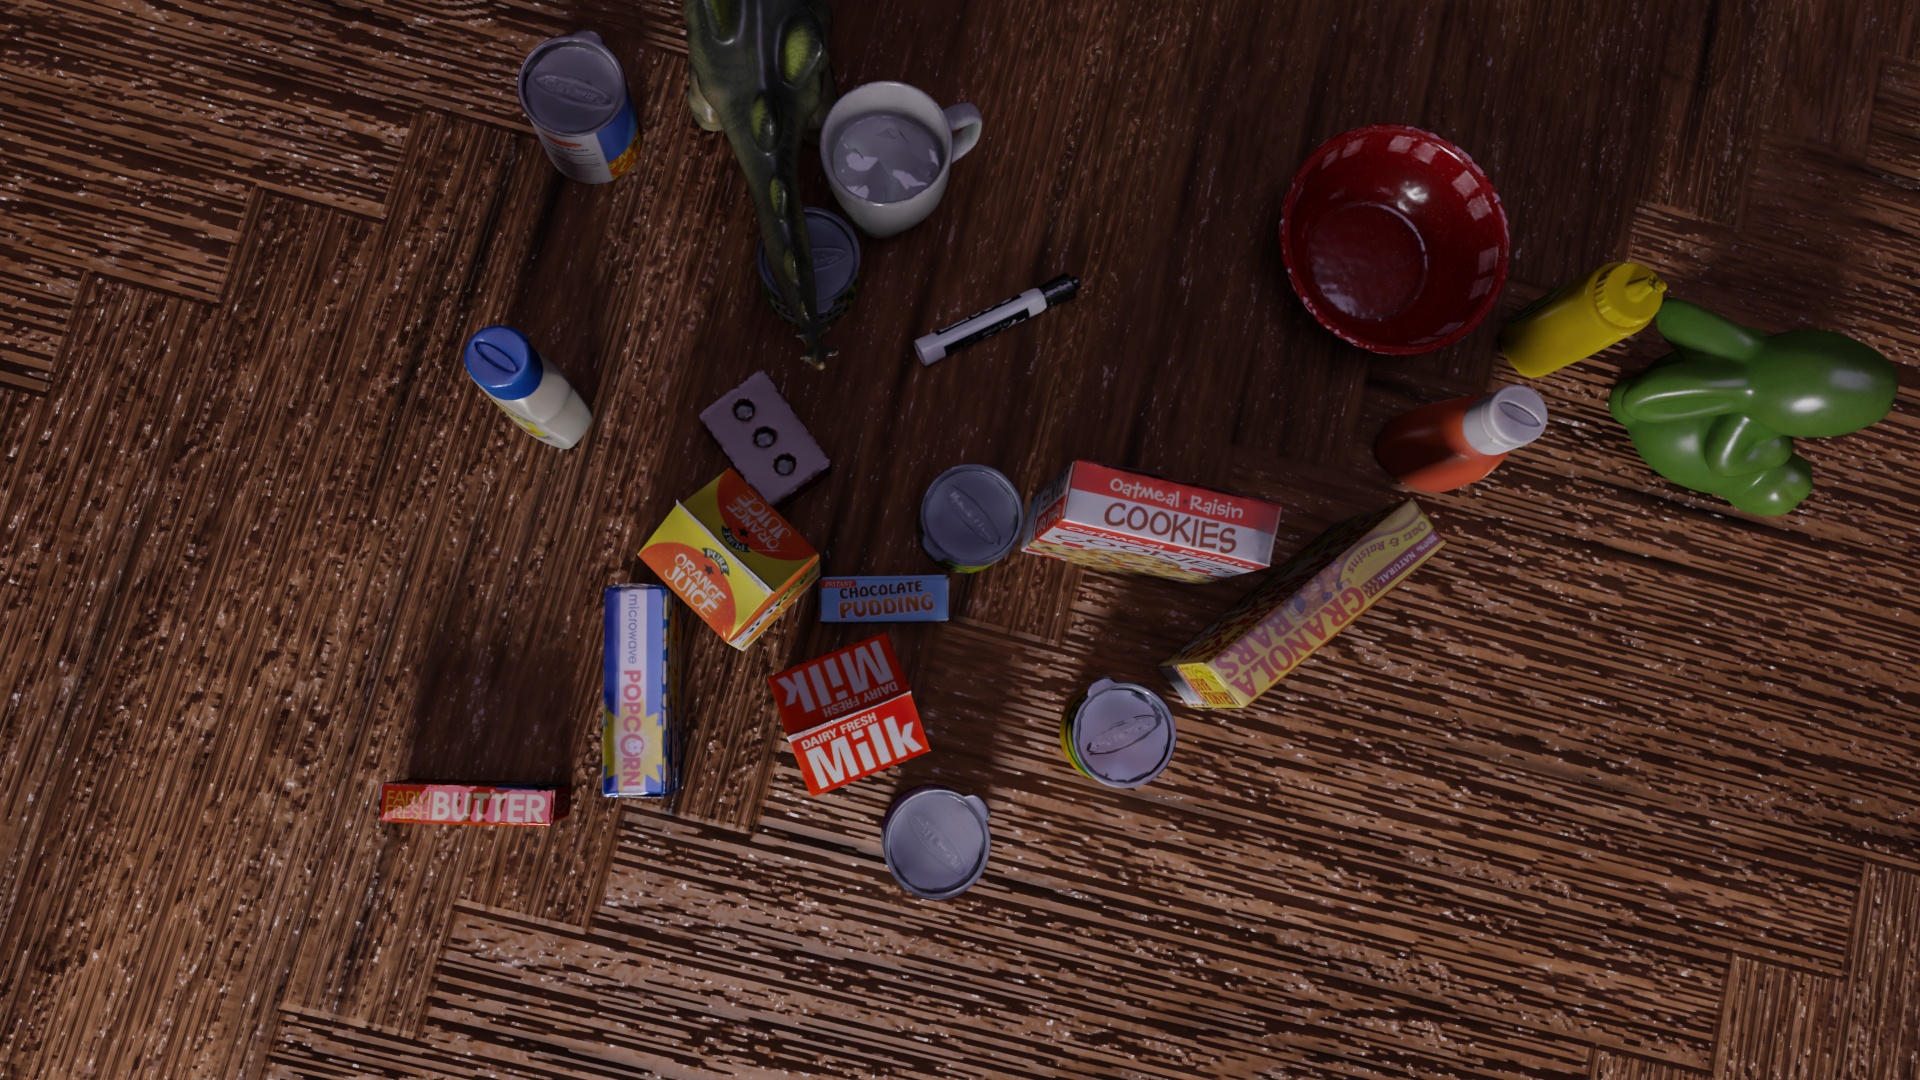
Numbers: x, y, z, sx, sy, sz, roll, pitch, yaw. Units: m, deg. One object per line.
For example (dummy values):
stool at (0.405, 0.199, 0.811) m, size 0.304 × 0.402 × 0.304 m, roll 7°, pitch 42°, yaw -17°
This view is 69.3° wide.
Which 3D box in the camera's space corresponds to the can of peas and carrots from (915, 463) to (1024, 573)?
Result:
can of peas and carrots at (0.003, -0.011, 0.902) m, size 0.071 × 0.058 × 0.071 m, roll 1°, pitch 83°, yaw -5°

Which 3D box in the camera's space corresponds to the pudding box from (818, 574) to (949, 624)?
pudding box at (-0.049, 0.039, 0.895) m, size 0.084 × 0.049 × 0.030 m, roll 0°, pitch 84°, yaw -6°

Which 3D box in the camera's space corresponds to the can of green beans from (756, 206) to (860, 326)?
can of green beans at (-0.100, -0.178, 0.913) m, size 0.071 × 0.057 × 0.071 m, roll 1°, pitch 83°, yaw -5°

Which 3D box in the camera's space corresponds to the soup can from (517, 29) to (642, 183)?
soup can at (-0.243, -0.279, 0.898) m, size 0.071 × 0.083 × 0.071 m, roll 1°, pitch 83°, yaw -5°

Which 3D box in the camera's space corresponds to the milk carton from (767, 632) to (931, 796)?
milk carton at (-0.066, 0.101, 0.815) m, size 0.072 × 0.190 × 0.073 m, roll -21°, pitch 86°, yaw -7°

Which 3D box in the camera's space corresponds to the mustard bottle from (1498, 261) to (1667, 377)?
mustard bottle at (0.414, -0.150, 0.908) m, size 0.065 × 0.160 × 0.049 m, roll -35°, pitch 88°, yaw -8°

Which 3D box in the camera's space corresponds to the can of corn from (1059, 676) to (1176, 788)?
can of corn at (0.099, 0.122, 0.895) m, size 0.071 × 0.058 × 0.071 m, roll 1°, pitch 83°, yaw -5°

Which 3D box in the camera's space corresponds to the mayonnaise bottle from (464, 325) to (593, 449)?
mayonnaise bottle at (-0.264, -0.094, 0.841) m, size 0.065 × 0.148 × 0.041 m, roll 34°, pitch 82°, yaw -1°

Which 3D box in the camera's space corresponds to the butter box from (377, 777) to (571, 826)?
butter box at (-0.297, 0.161, 0.854) m, size 0.103 × 0.053 × 0.024 m, roll 3°, pitch 83°, yaw -5°

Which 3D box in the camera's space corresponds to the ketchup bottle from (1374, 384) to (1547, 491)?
ketchup bottle at (0.324, -0.066, 0.895) m, size 0.065 × 0.148 × 0.043 m, roll 28°, pitch 82°, yaw -2°

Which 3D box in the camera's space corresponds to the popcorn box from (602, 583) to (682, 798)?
popcorn box at (-0.195, 0.092, 0.856) m, size 0.038 × 0.085 × 0.127 m, roll 0°, pitch 83°, yaw -6°

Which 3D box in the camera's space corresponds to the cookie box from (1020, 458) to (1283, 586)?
cookie box at (0.111, -0.008, 0.857) m, size 0.123 × 0.167 × 0.040 m, roll 12°, pitch 83°, yaw -4°

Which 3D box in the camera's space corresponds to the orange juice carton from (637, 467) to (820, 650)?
orange juice carton at (-0.133, 0.013, 0.818) m, size 0.072 × 0.192 × 0.073 m, roll 45°, pitch 82°, yaw 1°

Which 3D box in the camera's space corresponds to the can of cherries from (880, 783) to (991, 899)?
can of cherries at (-0.014, 0.187, 0.876) m, size 0.071 × 0.058 × 0.071 m, roll 1°, pitch 83°, yaw -5°

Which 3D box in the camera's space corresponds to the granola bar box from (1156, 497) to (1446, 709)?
granola bar box at (0.213, 0.044, 0.883) m, size 0.166 × 0.124 × 0.039 m, roll -37°, pitch 88°, yaw -8°
